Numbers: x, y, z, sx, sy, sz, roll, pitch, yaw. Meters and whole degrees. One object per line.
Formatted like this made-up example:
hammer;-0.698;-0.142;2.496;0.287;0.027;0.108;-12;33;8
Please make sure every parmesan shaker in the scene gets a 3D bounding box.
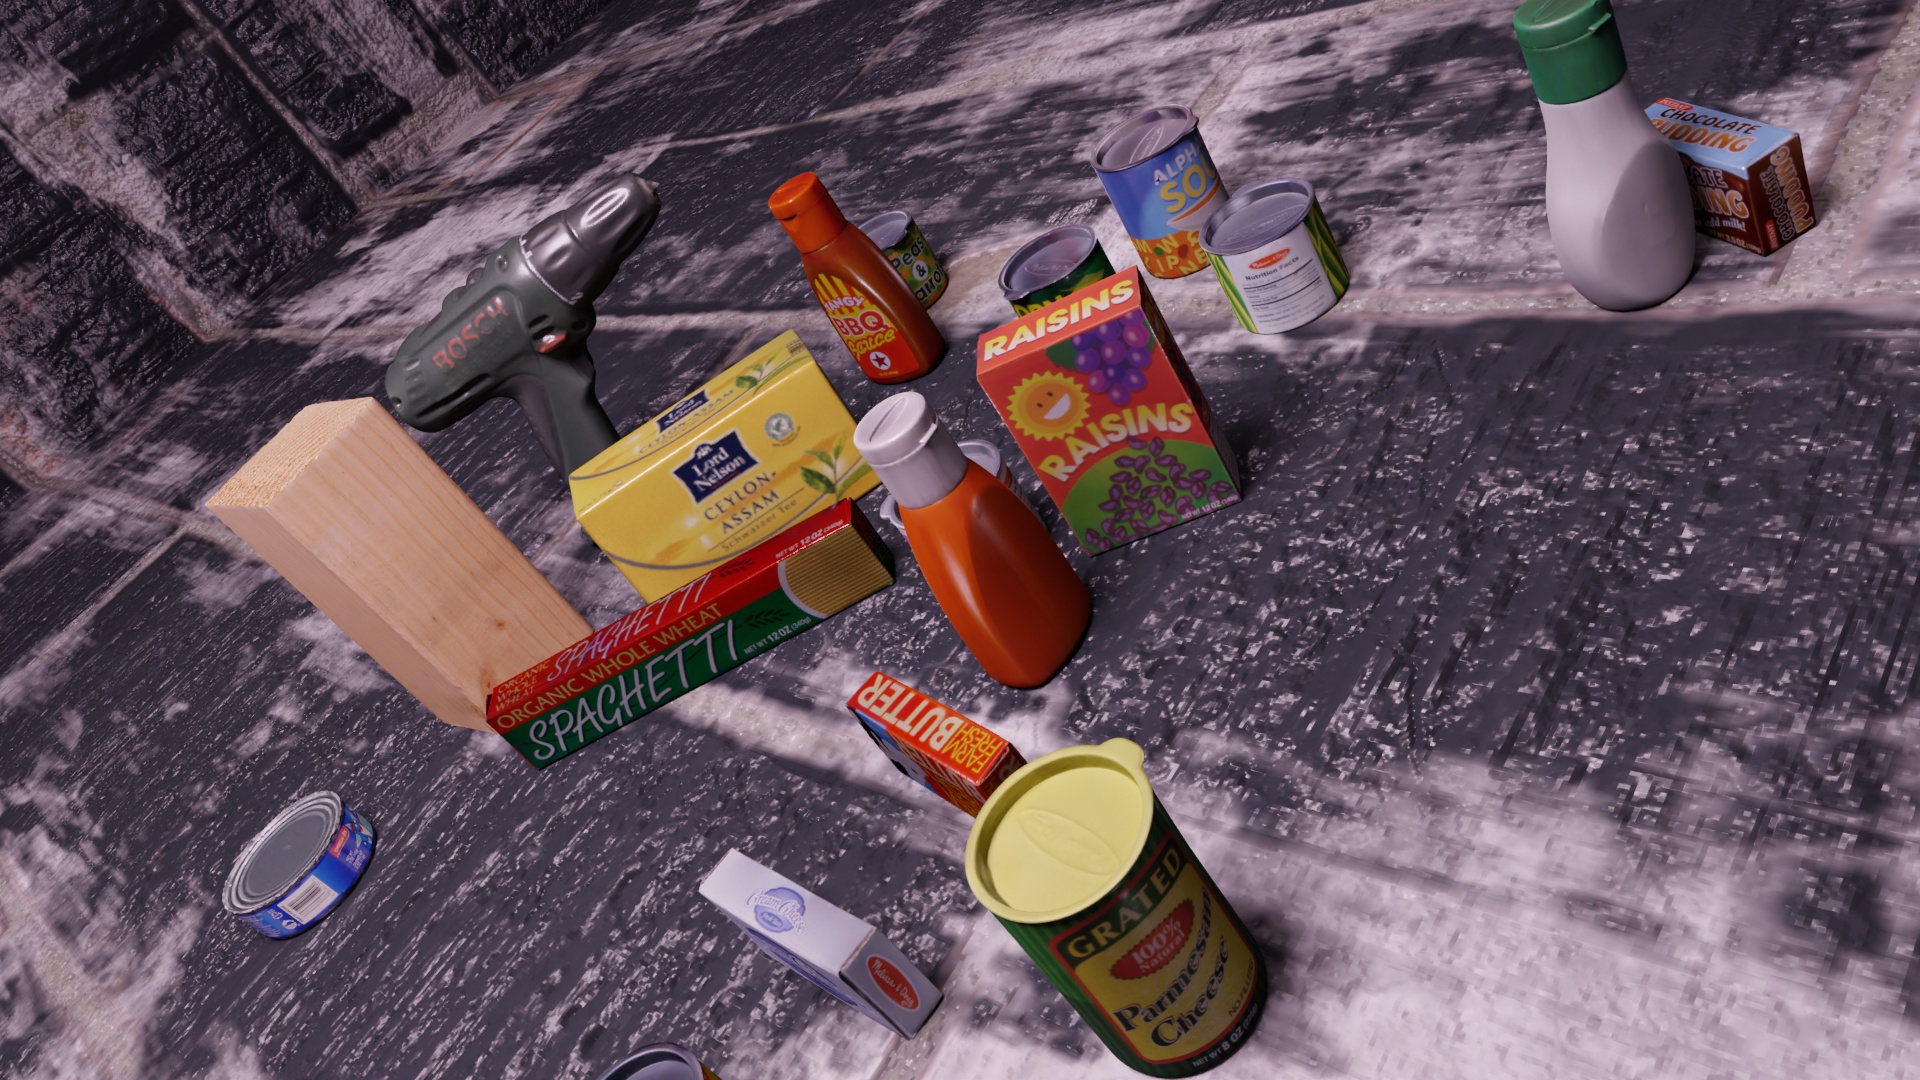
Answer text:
parmesan shaker;0.057;0.124;0.468;0.071;0.102;0.072;-23;35;17

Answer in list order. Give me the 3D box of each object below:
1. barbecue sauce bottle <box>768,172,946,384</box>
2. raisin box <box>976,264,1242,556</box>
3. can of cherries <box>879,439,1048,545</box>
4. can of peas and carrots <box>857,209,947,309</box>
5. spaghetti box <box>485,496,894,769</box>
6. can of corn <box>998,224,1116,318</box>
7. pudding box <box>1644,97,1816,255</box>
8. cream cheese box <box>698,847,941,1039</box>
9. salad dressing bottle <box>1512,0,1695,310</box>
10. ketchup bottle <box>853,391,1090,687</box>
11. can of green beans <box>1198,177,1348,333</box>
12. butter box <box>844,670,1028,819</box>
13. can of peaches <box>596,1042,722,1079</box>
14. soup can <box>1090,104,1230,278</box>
barbecue sauce bottle;-0.070;-0.171;0.913;0.065;0.148;0.044;-3;45;40
raisin box;0.073;-0.059;0.669;0.086;0.123;0.040;-21;35;20
can of cherries;0.003;-0.009;0.726;0.071;0.058;0.072;-23;35;17
can of peas and carrots;-0.049;-0.198;1.010;0.071;0.058;0.071;-23;35;17
spaghetti box;-0.156;0.056;0.790;0.250;0.050;0.029;-28;34;10
can of corn;0.064;-0.148;0.849;0.071;0.058;0.071;-23;35;17
pudding box;0.345;-0.168;0.636;0.030;0.049;0.084;-34;33;2
cream cheese box;-0.059;0.163;0.566;0.104;0.053;0.024;11;54;48
salad dressing bottle;0.279;-0.170;0.605;0.064;0.147;0.044;-41;33;-9
ketchup bottle;0.006;-0.001;0.631;0.043;0.148;0.065;2;48;43
can of green beans;0.173;-0.156;0.764;0.071;0.057;0.071;-23;35;17
butter box;-0.004;0.095;0.604;0.024;0.053;0.103;-47;35;-17
can of peaches;-0.105;0.232;0.514;0.071;0.058;0.071;-23;35;17
soup can;0.129;-0.213;0.851;0.071;0.083;0.072;-23;35;17
